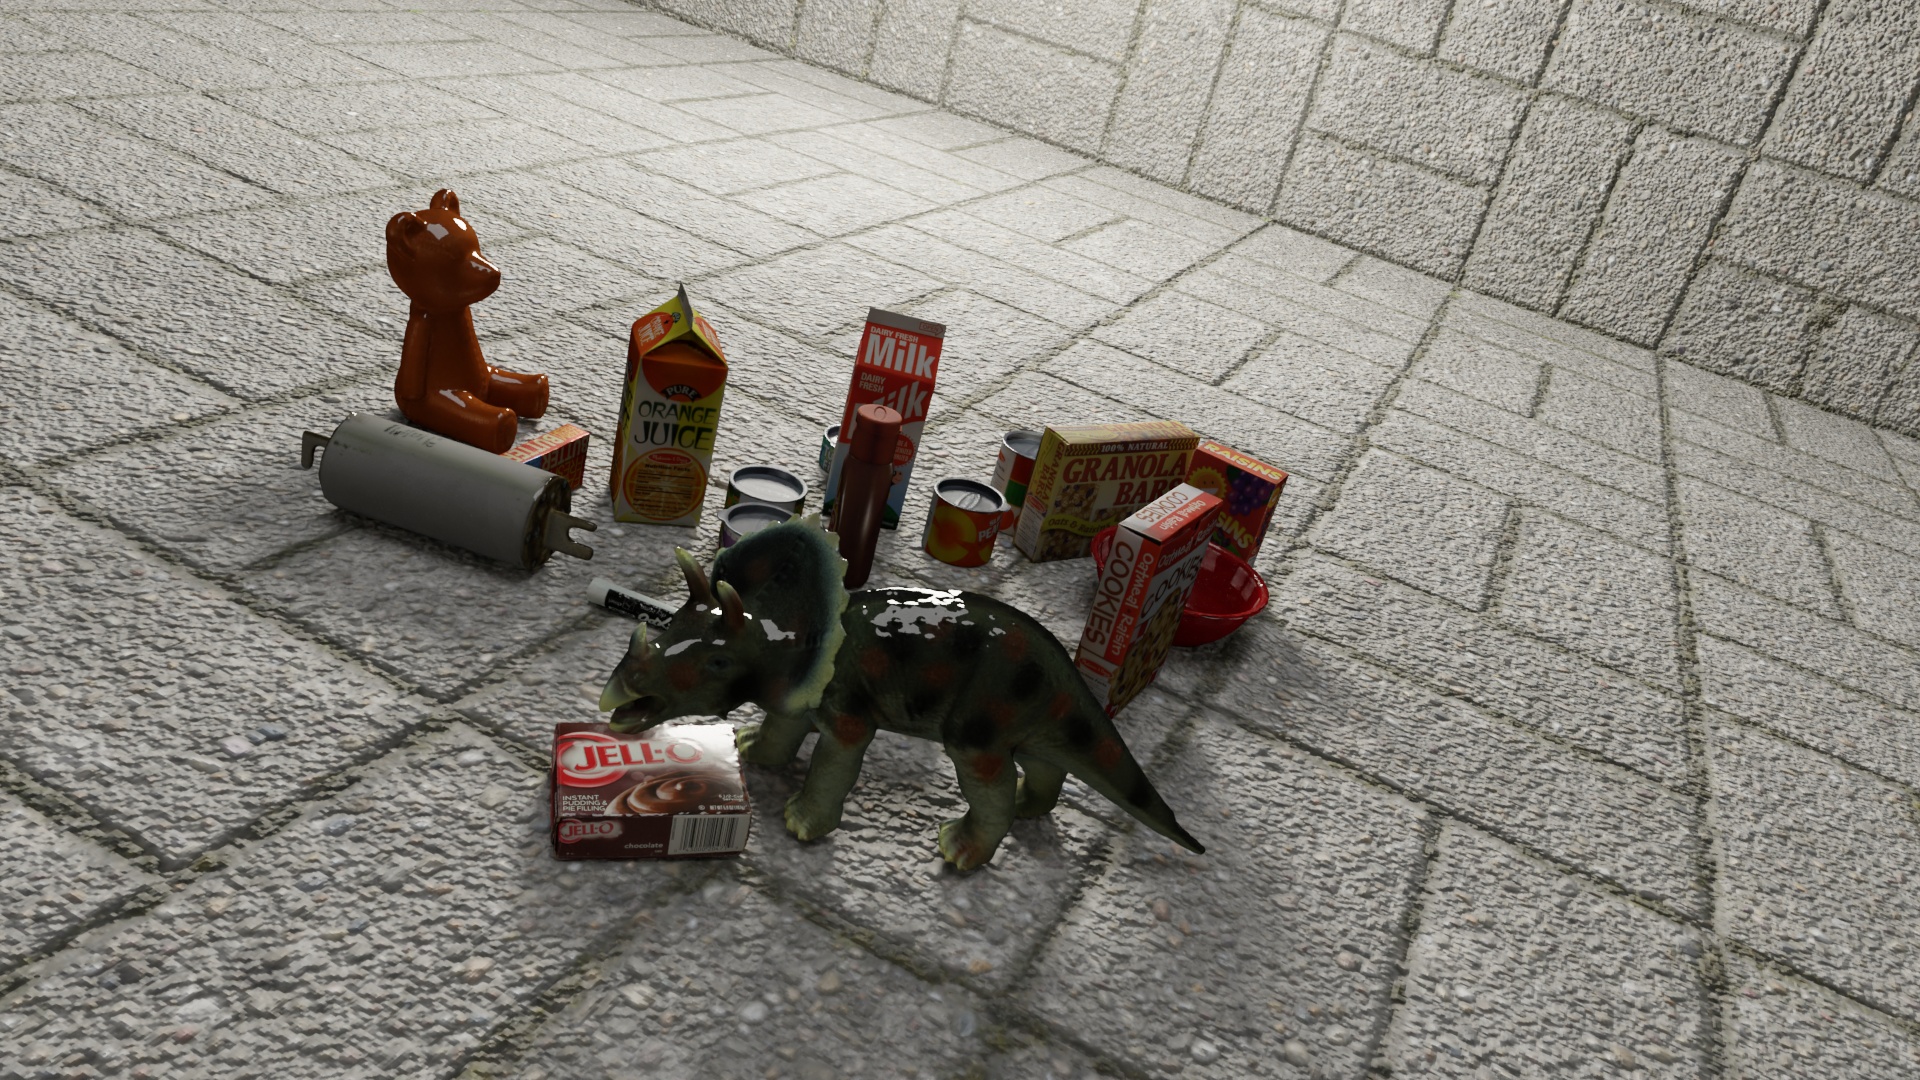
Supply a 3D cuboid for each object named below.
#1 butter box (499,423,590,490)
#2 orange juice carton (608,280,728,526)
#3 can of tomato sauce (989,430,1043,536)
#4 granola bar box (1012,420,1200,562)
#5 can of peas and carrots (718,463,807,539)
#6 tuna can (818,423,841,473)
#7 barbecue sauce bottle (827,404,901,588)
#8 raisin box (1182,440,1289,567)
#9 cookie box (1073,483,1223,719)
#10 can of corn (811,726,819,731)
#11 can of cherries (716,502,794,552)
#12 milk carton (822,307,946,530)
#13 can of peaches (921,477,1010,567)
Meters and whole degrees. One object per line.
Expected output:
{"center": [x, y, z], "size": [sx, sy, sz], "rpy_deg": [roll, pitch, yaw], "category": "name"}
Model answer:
{"center": [-0.345, -0.056, 1.139], "size": [0.024, 0.053, 0.104], "rpy_deg": [22, 27, 13], "category": "butter box"}
{"center": [-0.240, -0.112, 1.149], "size": [0.073, 0.191, 0.072], "rpy_deg": [5, 28, -21], "category": "orange juice carton"}
{"center": [0.064, -0.052, 1.318], "size": [0.071, 0.082, 0.071], "rpy_deg": [12, 26, -6], "category": "can of tomato sauce"}
{"center": [0.136, -0.048, 1.302], "size": [0.166, 0.123, 0.039], "rpy_deg": [-5, 33, -36], "category": "granola bar box"}
{"center": [-0.166, -0.025, 1.168], "size": [0.071, 0.058, 0.071], "rpy_deg": [12, 26, -6], "category": "can of peas and carrots"}
{"center": [-0.104, -0.084, 1.346], "size": [0.071, 0.032, 0.071], "rpy_deg": [12, 26, -6], "category": "tuna can"}
{"center": [-0.081, -0.037, 1.138], "size": [0.044, 0.147, 0.065], "rpy_deg": [12, 26, -6], "category": "barbecue sauce bottle"}
{"center": [0.246, -0.021, 1.310], "size": [0.086, 0.122, 0.040], "rpy_deg": [27, 28, 22], "category": "raisin box"}
{"center": [0.139, 0.049, 1.065], "size": [0.040, 0.166, 0.123], "rpy_deg": [27, 28, 22], "category": "cookie box"}
{"center": [-0.099, 0.092, 0.976], "size": [0.071, 0.058, 0.071], "rpy_deg": [12, 26, -6], "category": "can of corn"}
{"center": [-0.162, 0.010, 1.103], "size": [0.071, 0.058, 0.072], "rpy_deg": [12, 26, -6], "category": "can of cherries"}
{"center": [-0.068, -0.113, 1.245], "size": [0.072, 0.189, 0.074], "rpy_deg": [12, 26, -7], "category": "milk carton"}
{"center": [0.004, -0.016, 1.242], "size": [0.071, 0.057, 0.071], "rpy_deg": [12, 26, -6], "category": "can of peaches"}
